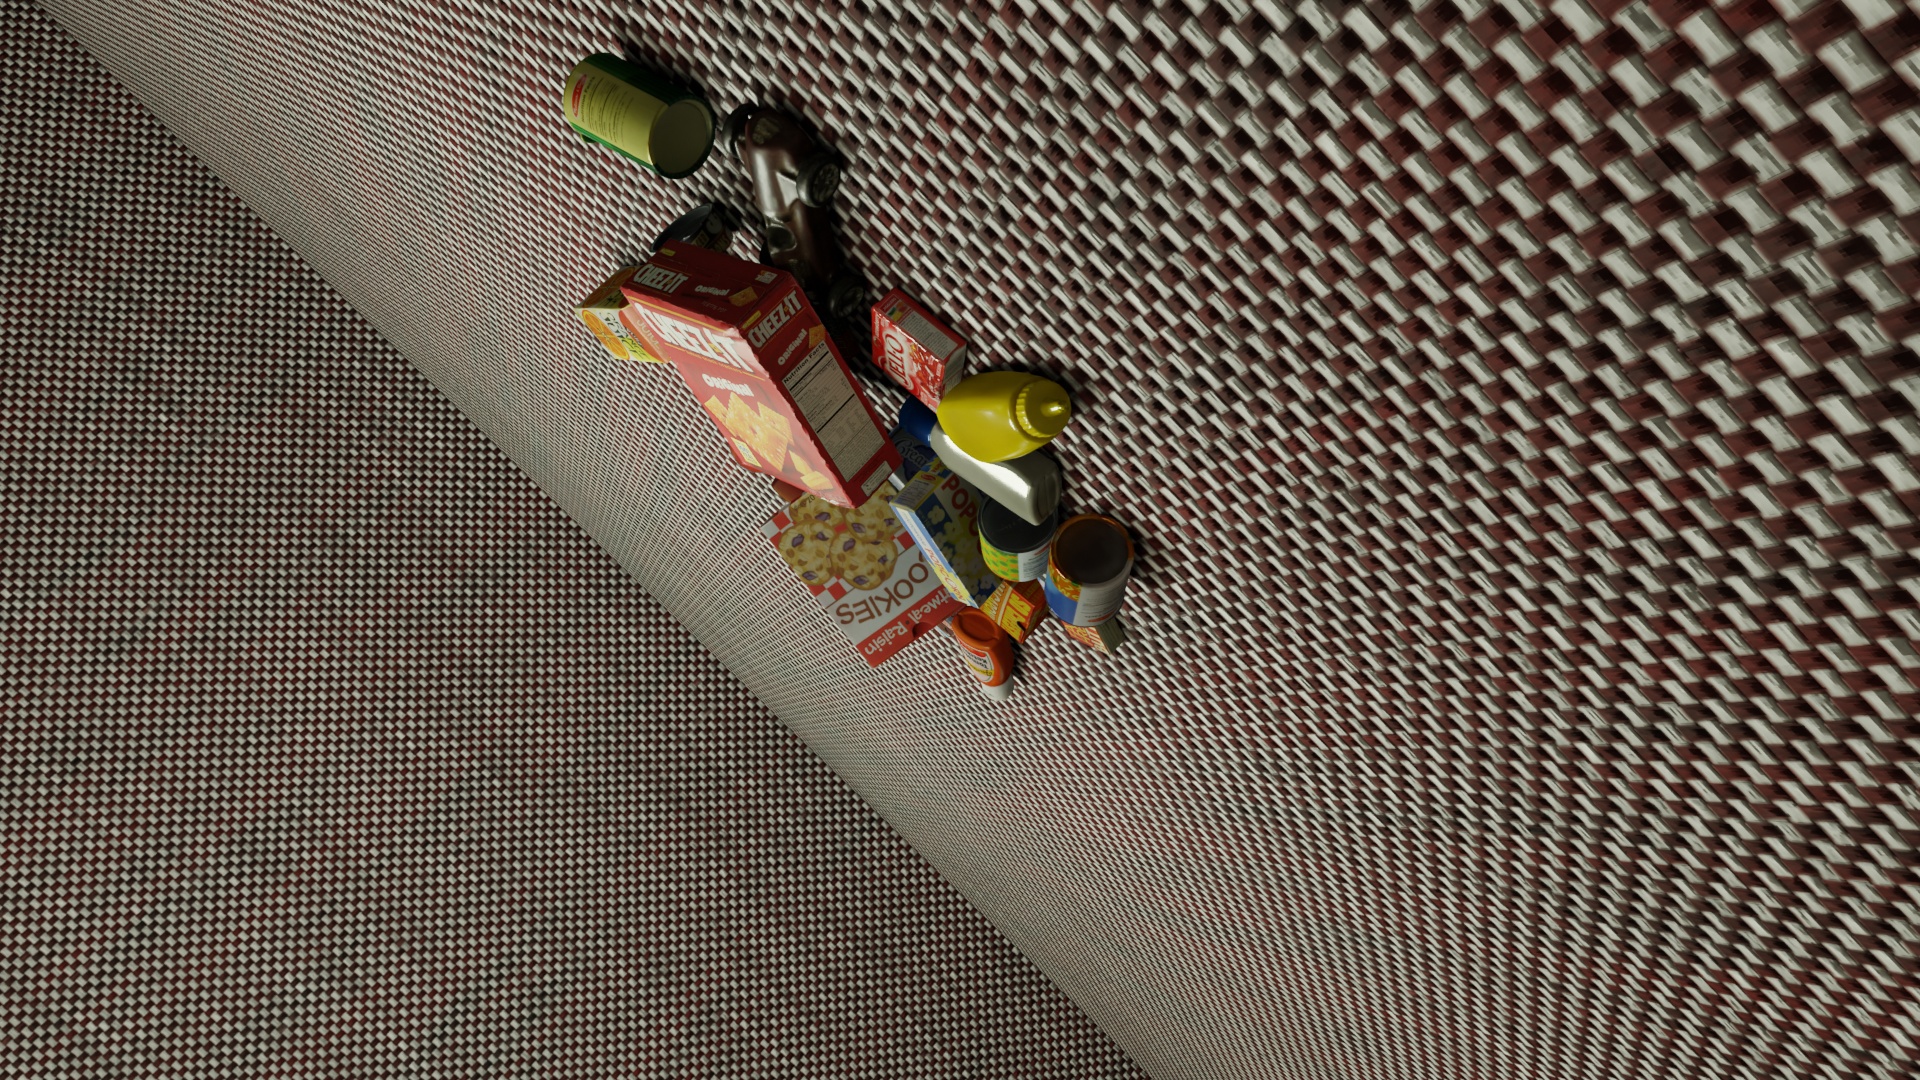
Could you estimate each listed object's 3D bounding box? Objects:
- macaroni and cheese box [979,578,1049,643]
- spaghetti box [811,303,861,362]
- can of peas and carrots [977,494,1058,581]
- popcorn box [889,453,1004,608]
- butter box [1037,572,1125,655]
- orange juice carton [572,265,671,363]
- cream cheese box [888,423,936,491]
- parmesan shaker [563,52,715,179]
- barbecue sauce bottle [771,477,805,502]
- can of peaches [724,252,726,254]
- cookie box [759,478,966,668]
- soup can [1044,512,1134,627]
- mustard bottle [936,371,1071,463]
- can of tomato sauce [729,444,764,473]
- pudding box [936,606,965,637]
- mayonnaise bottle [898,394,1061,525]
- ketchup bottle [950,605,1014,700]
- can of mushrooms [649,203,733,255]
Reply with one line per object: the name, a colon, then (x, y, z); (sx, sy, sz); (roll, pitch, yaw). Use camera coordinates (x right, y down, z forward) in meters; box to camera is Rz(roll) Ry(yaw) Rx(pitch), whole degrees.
macaroni and cheese box: (0.013, 0.017, 1.320); (0.166, 0.040, 0.123); (41, 163, 11)
spaghetti box: (-0.179, -0.175, 1.237); (0.250, 0.029, 0.050); (4, 127, 49)
can of peas and carrots: (0.047, -0.009, 1.148); (0.071, 0.071, 0.058); (36, 161, 20)
popcorn box: (0.004, -0.015, 1.191); (0.038, 0.085, 0.126); (19, 150, 47)
butter box: (0.106, 0.056, 1.236); (0.053, 0.024, 0.103); (24, 154, 45)
orange juice carton: (-0.314, -0.229, 1.406); (0.193, 0.073, 0.071); (14, 146, 56)
cream cheese box: (-0.028, -0.056, 1.220); (0.103, 0.053, 0.024); (48, 163, -14)
parmesan shaker: (-0.244, -0.320, 1.055); (0.103, 0.071, 0.071); (33, 159, 28)
barbecue sauce bottle: (-0.123, -0.036, 1.462); (0.148, 0.065, 0.044); (38, -173, -11)
can of peaches: (-0.240, -0.234, 1.261); (0.071, 0.058, 0.071); (38, 161, 16)
cookie box: (-0.080, 0.015, 1.257); (0.167, 0.123, 0.040); (52, -166, -8)
soup can: (0.100, 0.022, 1.104); (0.071, 0.071, 0.083); (38, 161, 16)
mustard bottle: (0.040, -0.091, 1.002); (0.065, 0.049, 0.160); (51, 160, -19)
can of tomato sauce: (-0.205, -0.113, 1.451); (0.071, 0.071, 0.083); (43, 161, 2)
pudding box: (-0.030, 0.067, 1.543); (0.084, 0.030, 0.049); (42, 161, 4)
mayonnaise bottle: (0.014, -0.072, 1.116); (0.148, 0.041, 0.064); (35, 156, 27)
ketchup bottle: (0.032, 0.129, 1.529); (0.065, 0.044, 0.148); (32, 160, 27)
can of mushrooms: (-0.227, -0.252, 1.177); (0.071, 0.071, 0.033); (17, 149, 54)
